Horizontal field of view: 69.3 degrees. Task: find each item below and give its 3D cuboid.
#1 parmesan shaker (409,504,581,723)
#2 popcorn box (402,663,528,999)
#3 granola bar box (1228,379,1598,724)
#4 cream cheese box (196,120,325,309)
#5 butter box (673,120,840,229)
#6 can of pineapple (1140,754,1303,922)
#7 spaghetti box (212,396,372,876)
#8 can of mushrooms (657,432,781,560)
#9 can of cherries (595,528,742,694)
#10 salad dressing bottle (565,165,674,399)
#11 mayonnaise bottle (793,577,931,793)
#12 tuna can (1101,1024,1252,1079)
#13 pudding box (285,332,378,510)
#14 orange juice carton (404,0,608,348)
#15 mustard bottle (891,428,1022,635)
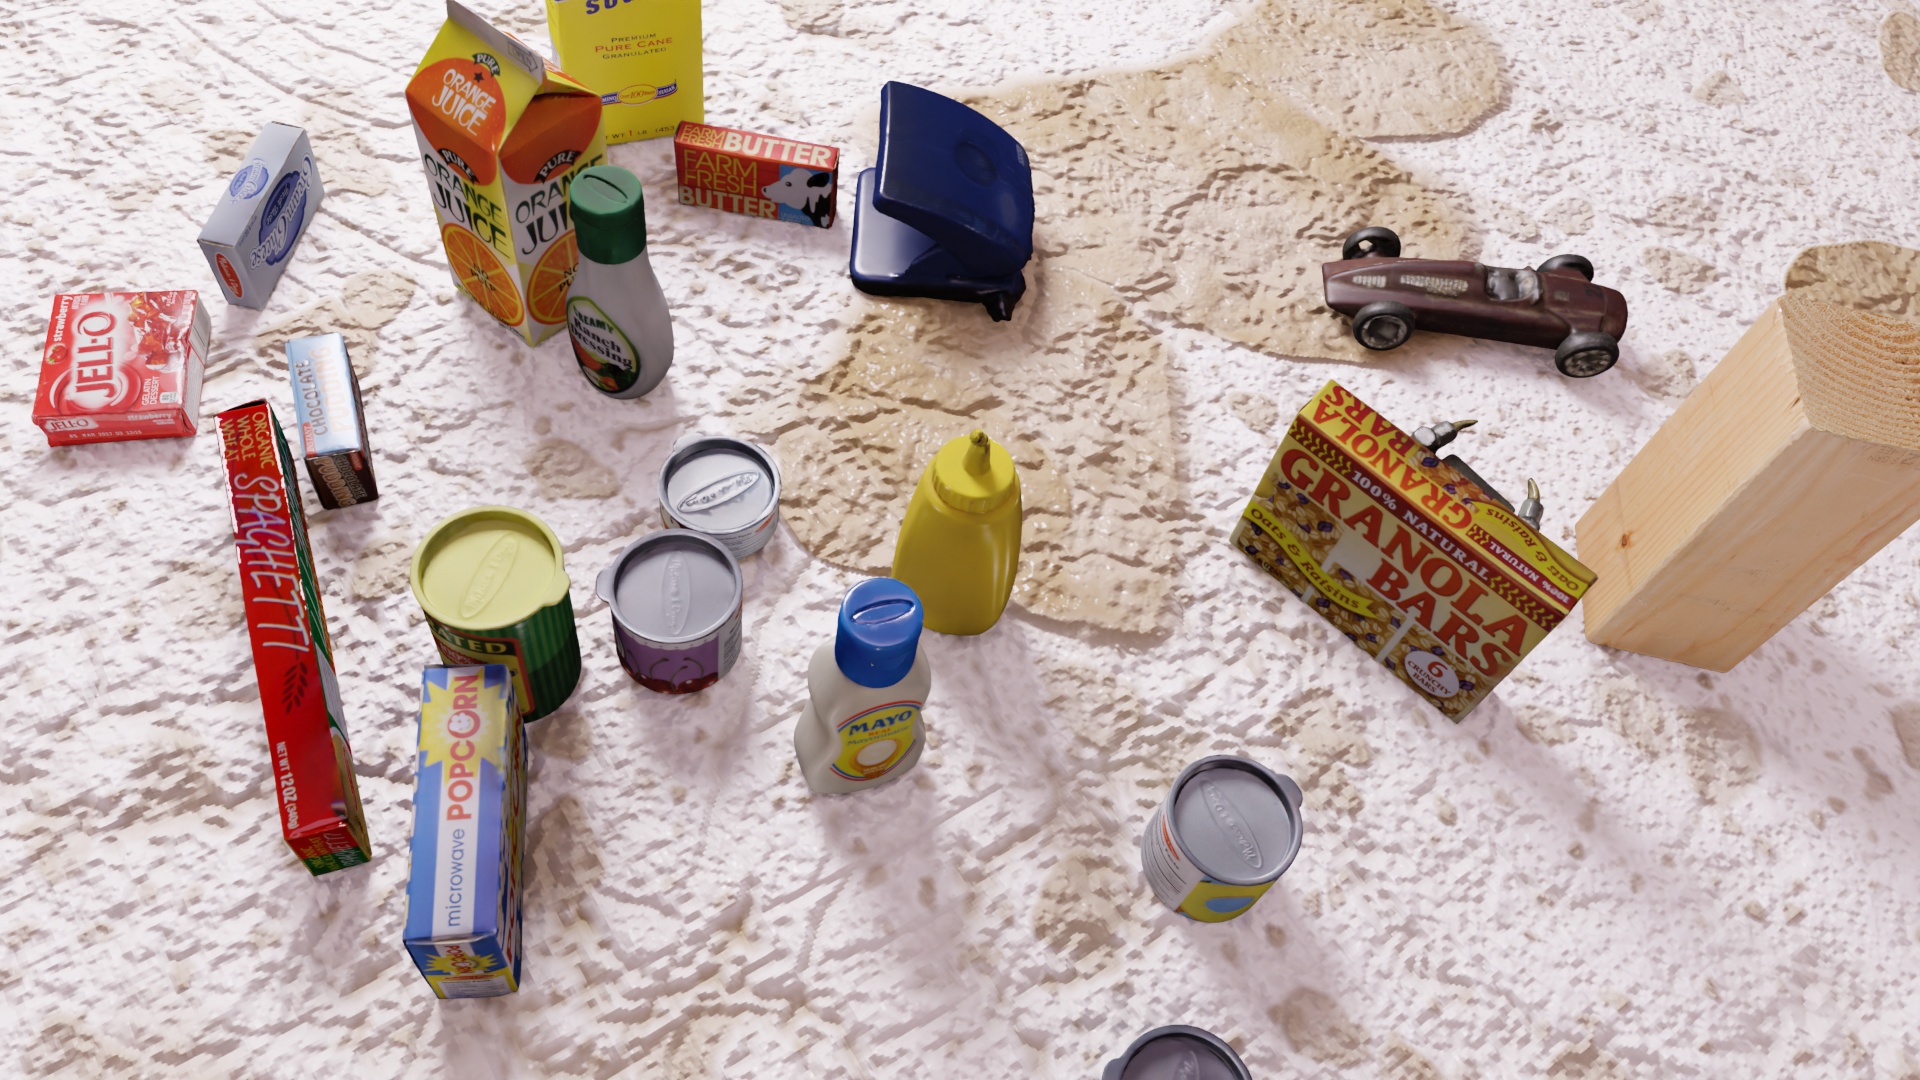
[{"bbox_3d":[-0.217,0.040,0.666,0.071,0.102,0.071,4,57,-6],"label":"parmesan shaker"},{"bbox_3d":[-0.217,0.129,0.618,0.038,0.084,0.127,-3,57,-11],"label":"popcorn box"},{"bbox_3d":[0.234,0.009,0.746,0.166,0.123,0.039,41,60,17],"label":"granola bar box"},{"bbox_3d":[-0.410,-0.192,0.818,0.024,0.053,0.104,10,56,-3],"label":"cream cheese box"},{"bbox_3d":[-0.131,-0.234,0.891,0.103,0.052,0.024,10,56,-3],"label":"butter box"},{"bbox_3d":[0.128,0.146,0.679,0.071,0.057,0.071,4,56,-6],"label":"can of pineapple"},{"bbox_3d":[-0.329,0.040,0.680,0.029,0.050,0.251,-15,61,-18],"label":"spaghetti box"},{"bbox_3d":[-0.133,-0.024,0.764,0.071,0.033,0.071,4,56,-6],"label":"can of mushrooms"},{"bbox_3d":[-0.147,0.036,0.706,0.071,0.058,0.072,4,56,-6],"label":"can of cherries"},{"bbox_3d":[-0.189,-0.139,0.762,0.064,0.146,0.044,33,58,12],"label":"salad dressing bottle"},{"bbox_3d":[-0.043,0.070,0.647,0.065,0.147,0.041,-13,60,-17],"label":"mayonnaise bottle"},{"bbox_3d":[0.094,0.252,0.618,0.071,0.032,0.071,4,56,-6],"label":"tuna can"},{"bbox_3d":[-0.338,-0.065,0.748,0.030,0.049,0.084,-13,60,-17],"label":"pudding box"},{"bbox_3d":[-0.245,-0.205,0.769,0.072,0.191,0.073,37,59,15],"label":"orange juice carton"},{"bbox_3d":[0.002,-0.009,0.699,0.065,0.159,0.049,15,56,1],"label":"mustard bottle"}]
